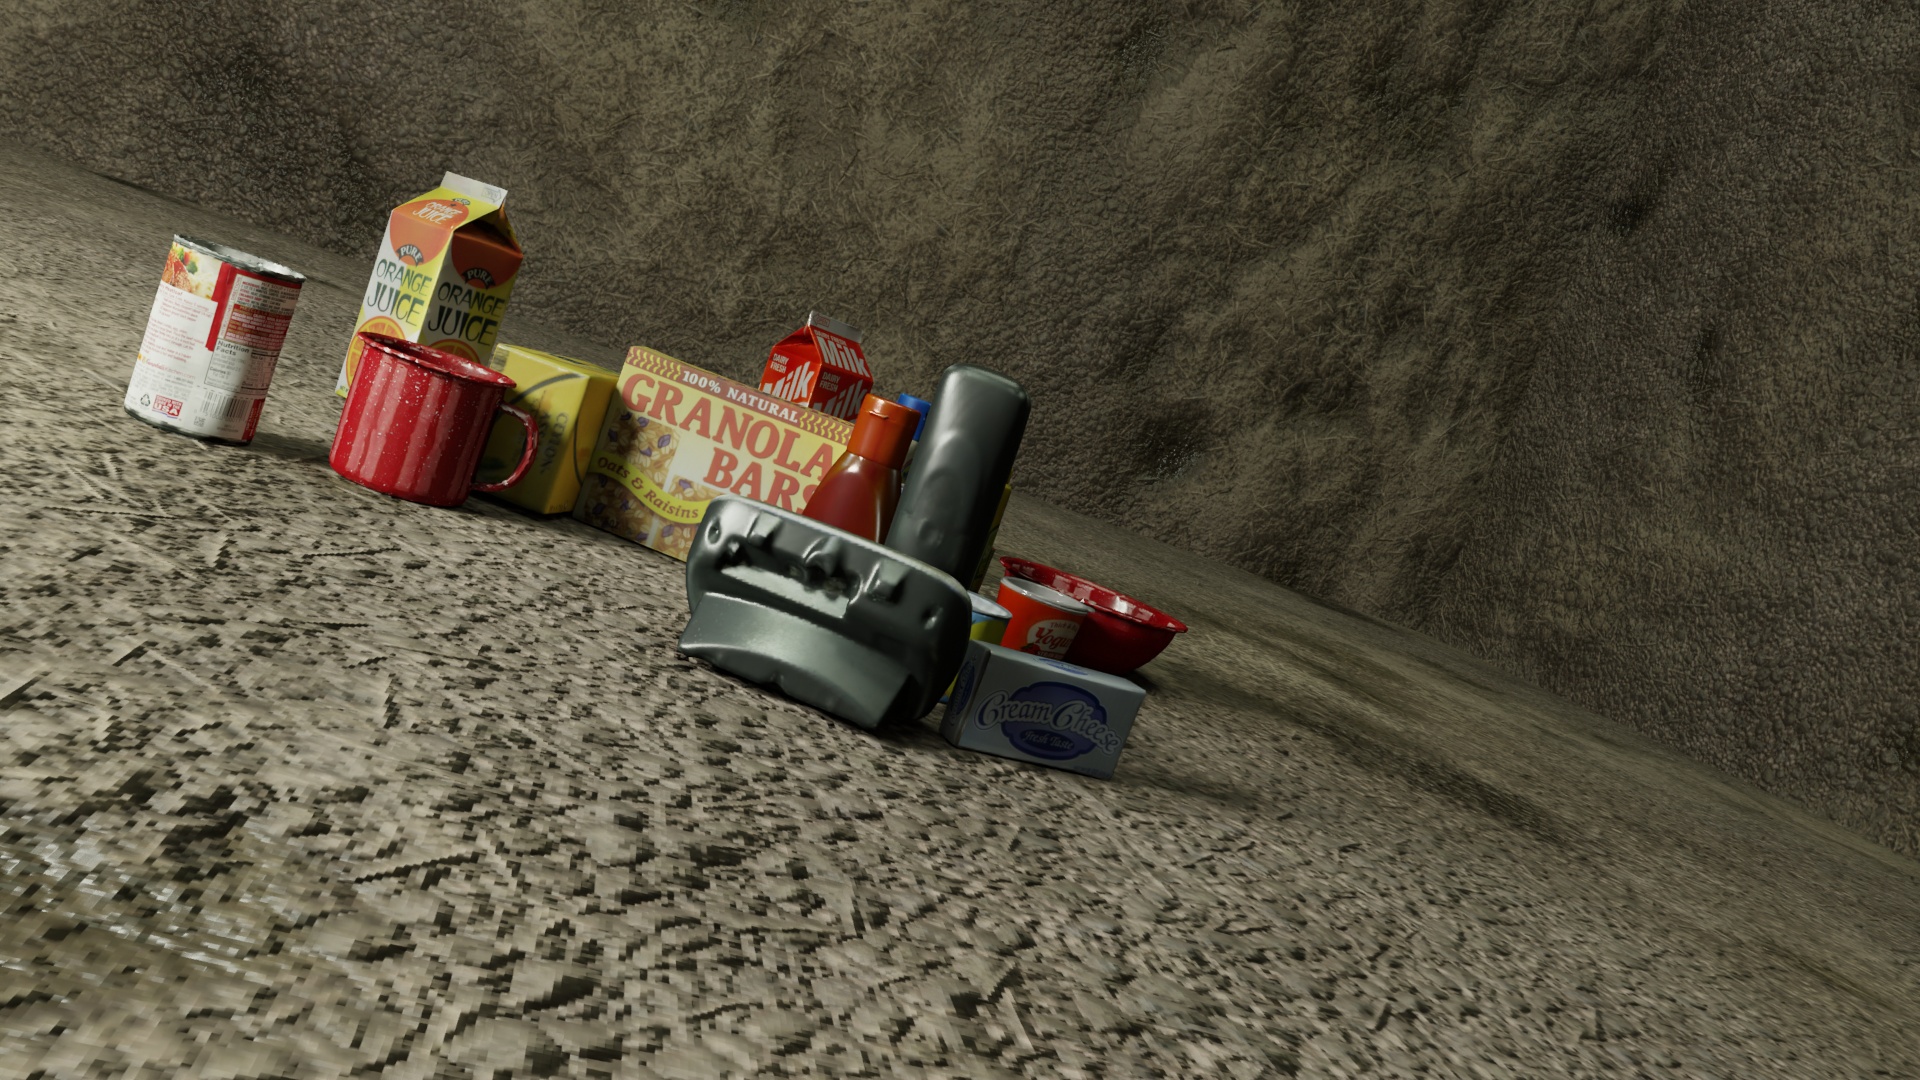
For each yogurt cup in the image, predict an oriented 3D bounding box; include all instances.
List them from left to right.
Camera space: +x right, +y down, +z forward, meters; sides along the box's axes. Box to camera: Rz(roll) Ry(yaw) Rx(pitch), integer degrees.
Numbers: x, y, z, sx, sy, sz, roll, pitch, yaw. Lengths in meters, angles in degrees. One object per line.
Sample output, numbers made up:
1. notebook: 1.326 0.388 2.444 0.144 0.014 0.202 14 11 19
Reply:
1. yogurt cup: 0.053 0.062 1.009 0.072 0.054 0.072 20 6 -2

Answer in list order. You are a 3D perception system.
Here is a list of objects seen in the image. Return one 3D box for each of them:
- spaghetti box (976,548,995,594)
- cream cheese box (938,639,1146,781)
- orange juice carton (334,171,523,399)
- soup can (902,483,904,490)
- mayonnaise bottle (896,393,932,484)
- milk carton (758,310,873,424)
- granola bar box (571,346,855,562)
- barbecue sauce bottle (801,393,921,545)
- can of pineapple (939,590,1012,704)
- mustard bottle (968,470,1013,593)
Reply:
1. spaghetti box: -0.073 0.002 1.154 0.250 0.050 0.029 15 8 -43
2. cream cheese box: 0.044 0.090 0.727 0.104 0.053 0.024 17 6 -28
3. orange juice carton: -0.402 -0.186 1.069 0.072 0.192 0.073 23 6 28
4. soup can: -0.032 0.006 1.096 0.071 0.083 0.071 20 5 -2
5. mayonnaise bottle: -0.064 -0.063 1.306 0.041 0.148 0.065 22 6 22
6. milk carton: -0.144 -0.114 1.289 0.073 0.190 0.072 24 7 39
7. granola bar box: -0.158 -0.044 0.924 0.166 0.124 0.039 21 5 8
8. barbecue sauce bottle: -0.066 -0.015 0.854 0.065 0.148 0.044 22 5 17
9. can of pineapple: -0.012 0.058 0.808 0.071 0.057 0.071 20 6 -2
10. mustard bottle: 0.004 -0.013 1.007 0.049 0.160 0.065 21 5 6
